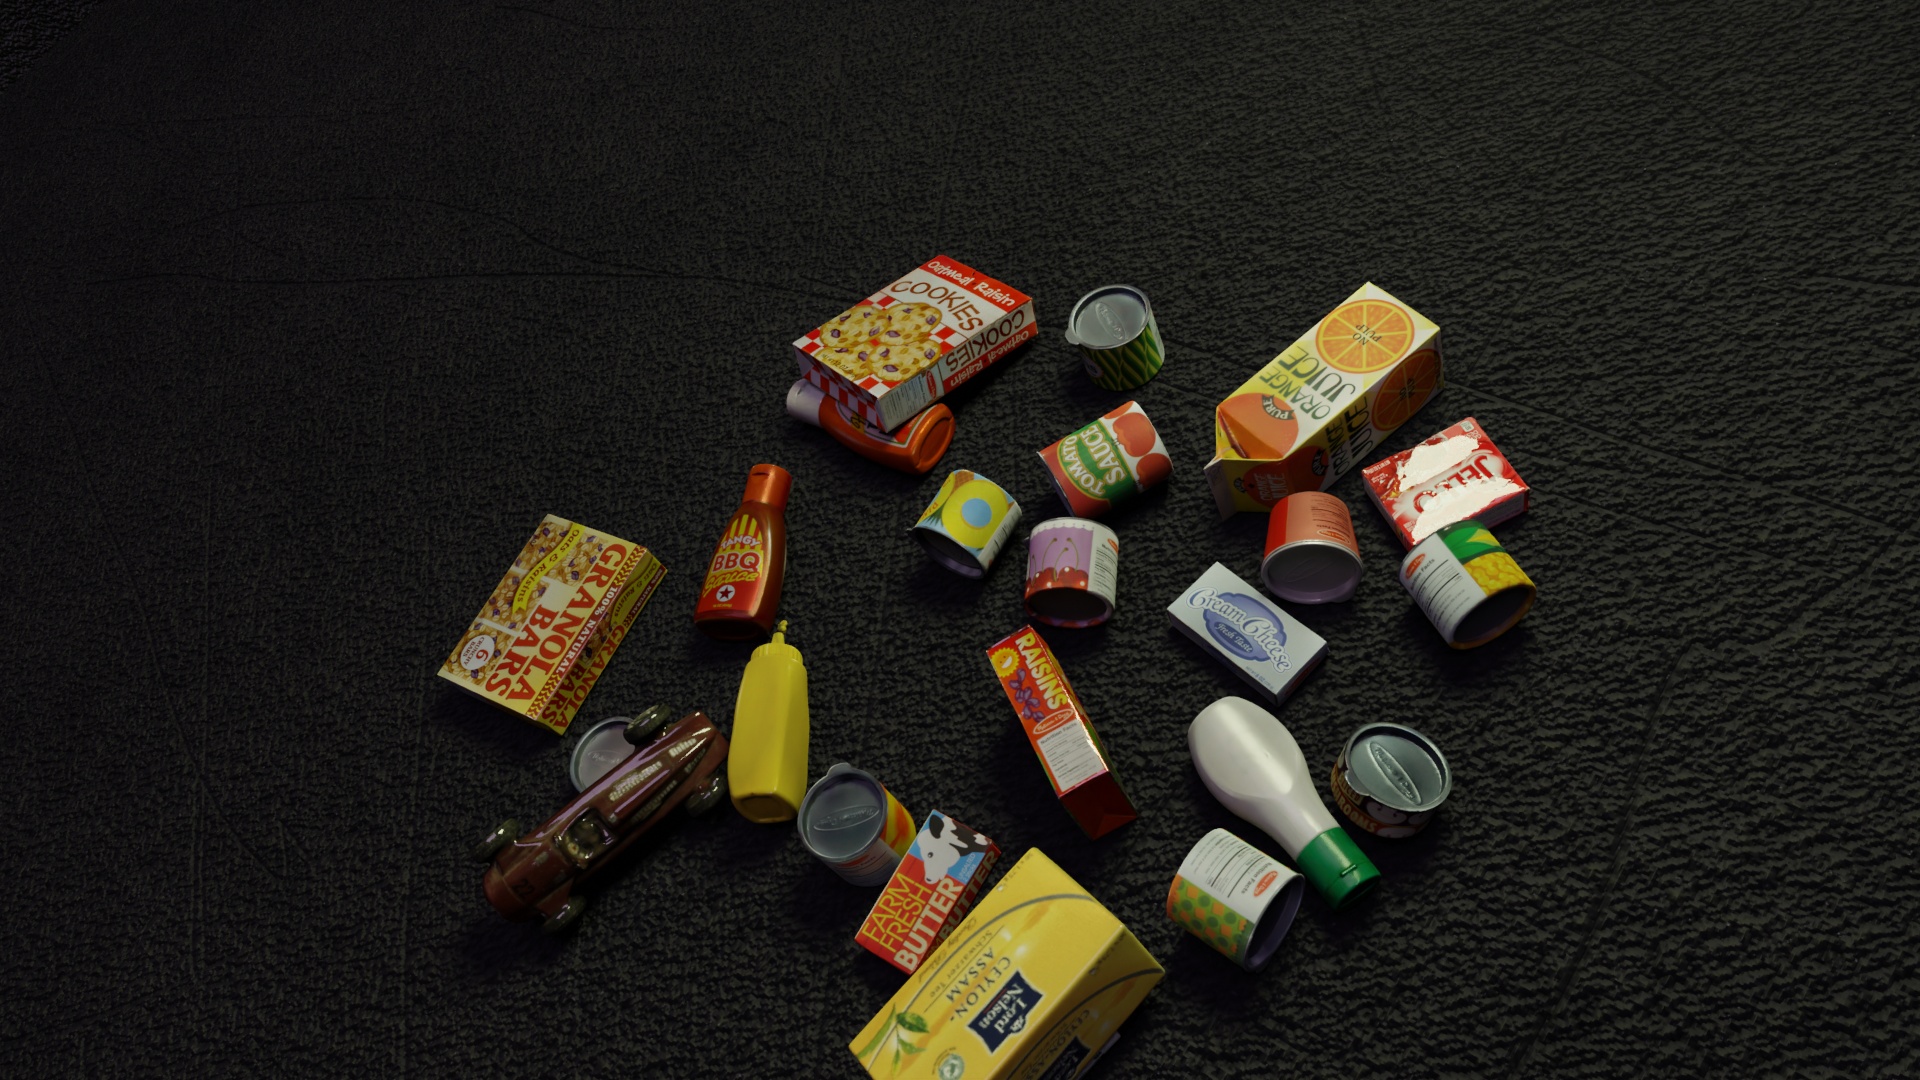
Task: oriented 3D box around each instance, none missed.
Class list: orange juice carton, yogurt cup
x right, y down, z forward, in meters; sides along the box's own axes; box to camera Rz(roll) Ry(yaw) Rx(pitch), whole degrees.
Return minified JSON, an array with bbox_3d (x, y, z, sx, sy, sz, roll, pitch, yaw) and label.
[{"bbox_3d":[0.256,-0.092,1.012,0.193,0.071,0.073,-39,52,-6],"label":"orange juice carton"},{"bbox_3d":[0.242,0.003,0.961,0.072,0.072,0.054,-6,49,18],"label":"yogurt cup"}]

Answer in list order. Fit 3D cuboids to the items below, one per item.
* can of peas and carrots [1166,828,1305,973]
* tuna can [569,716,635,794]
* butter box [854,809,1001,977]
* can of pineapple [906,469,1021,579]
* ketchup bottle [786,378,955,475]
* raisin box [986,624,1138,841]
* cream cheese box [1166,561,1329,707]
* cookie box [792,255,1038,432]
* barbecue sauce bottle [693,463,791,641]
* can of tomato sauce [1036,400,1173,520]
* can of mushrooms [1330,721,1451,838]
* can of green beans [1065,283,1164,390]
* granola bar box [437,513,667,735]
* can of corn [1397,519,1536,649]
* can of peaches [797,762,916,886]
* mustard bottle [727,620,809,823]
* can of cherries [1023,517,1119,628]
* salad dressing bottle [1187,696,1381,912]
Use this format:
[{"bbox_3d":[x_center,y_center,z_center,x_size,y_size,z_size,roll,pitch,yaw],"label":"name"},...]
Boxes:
[{"bbox_3d":[0.168,0.220,0.848,0.059,0.070,0.071,28,72,34],"label":"can of peas and carrots"},{"bbox_3d":[-0.264,0.174,1.068,0.071,0.032,0.071,-10,55,15],"label":"tuna can"},{"bbox_3d":[-0.022,0.239,0.935,0.053,0.024,0.104,21,68,32],"label":"butter box"},{"bbox_3d":[0.004,-0.013,1.063,0.071,0.070,0.058,21,68,31],"label":"can of pineapple"},{"bbox_3d":[-0.080,-0.101,1.169,0.149,0.043,0.065,19,62,31],"label":"ketchup bottle"},{"bbox_3d":[0.068,0.128,0.933,0.040,0.086,0.124,-30,53,3],"label":"raisin box"},{"bbox_3d":[0.198,0.064,0.962,0.053,0.024,0.104,-43,54,-10],"label":"cream cheese box"},{"bbox_3d":[-0.037,-0.171,1.167,0.168,0.040,0.123,-35,46,-23],"label":"cookie box"},{"bbox_3d":[-0.170,0.008,1.133,0.065,0.043,0.149,-3,57,21],"label":"barbecue sauce bottle"},{"bbox_3d":[0.109,-0.058,1.049,0.083,0.071,0.071,-29,53,1],"label":"can of tomato sauce"},{"bbox_3d":[0.263,0.149,0.859,0.071,0.033,0.071,5,46,-5],"label":"can of mushrooms"},{"bbox_3d":[0.126,-0.163,1.118,0.071,0.057,0.071,-10,56,15],"label":"can of green beans"},{"bbox_3d":[-0.340,0.068,1.164,0.124,0.039,0.166,16,66,30],"label":"granola bar box"},{"bbox_3d":[0.333,0.029,0.908,0.071,0.071,0.058,-29,53,2],"label":"can of corn"},{"bbox_3d":[-0.071,0.197,0.961,0.071,0.058,0.071,-11,55,16],"label":"can of peaches"},{"bbox_3d":[-0.140,0.128,1.033,0.049,0.065,0.161,-9,50,10],"label":"mustard bottle"},{"bbox_3d":[0.078,0.025,1.010,0.071,0.071,0.058,-4,59,19],"label":"can of cherries"},{"bbox_3d":[0.204,0.166,0.882,0.064,0.043,0.148,-31,54,-8],"label":"salad dressing bottle"}]
